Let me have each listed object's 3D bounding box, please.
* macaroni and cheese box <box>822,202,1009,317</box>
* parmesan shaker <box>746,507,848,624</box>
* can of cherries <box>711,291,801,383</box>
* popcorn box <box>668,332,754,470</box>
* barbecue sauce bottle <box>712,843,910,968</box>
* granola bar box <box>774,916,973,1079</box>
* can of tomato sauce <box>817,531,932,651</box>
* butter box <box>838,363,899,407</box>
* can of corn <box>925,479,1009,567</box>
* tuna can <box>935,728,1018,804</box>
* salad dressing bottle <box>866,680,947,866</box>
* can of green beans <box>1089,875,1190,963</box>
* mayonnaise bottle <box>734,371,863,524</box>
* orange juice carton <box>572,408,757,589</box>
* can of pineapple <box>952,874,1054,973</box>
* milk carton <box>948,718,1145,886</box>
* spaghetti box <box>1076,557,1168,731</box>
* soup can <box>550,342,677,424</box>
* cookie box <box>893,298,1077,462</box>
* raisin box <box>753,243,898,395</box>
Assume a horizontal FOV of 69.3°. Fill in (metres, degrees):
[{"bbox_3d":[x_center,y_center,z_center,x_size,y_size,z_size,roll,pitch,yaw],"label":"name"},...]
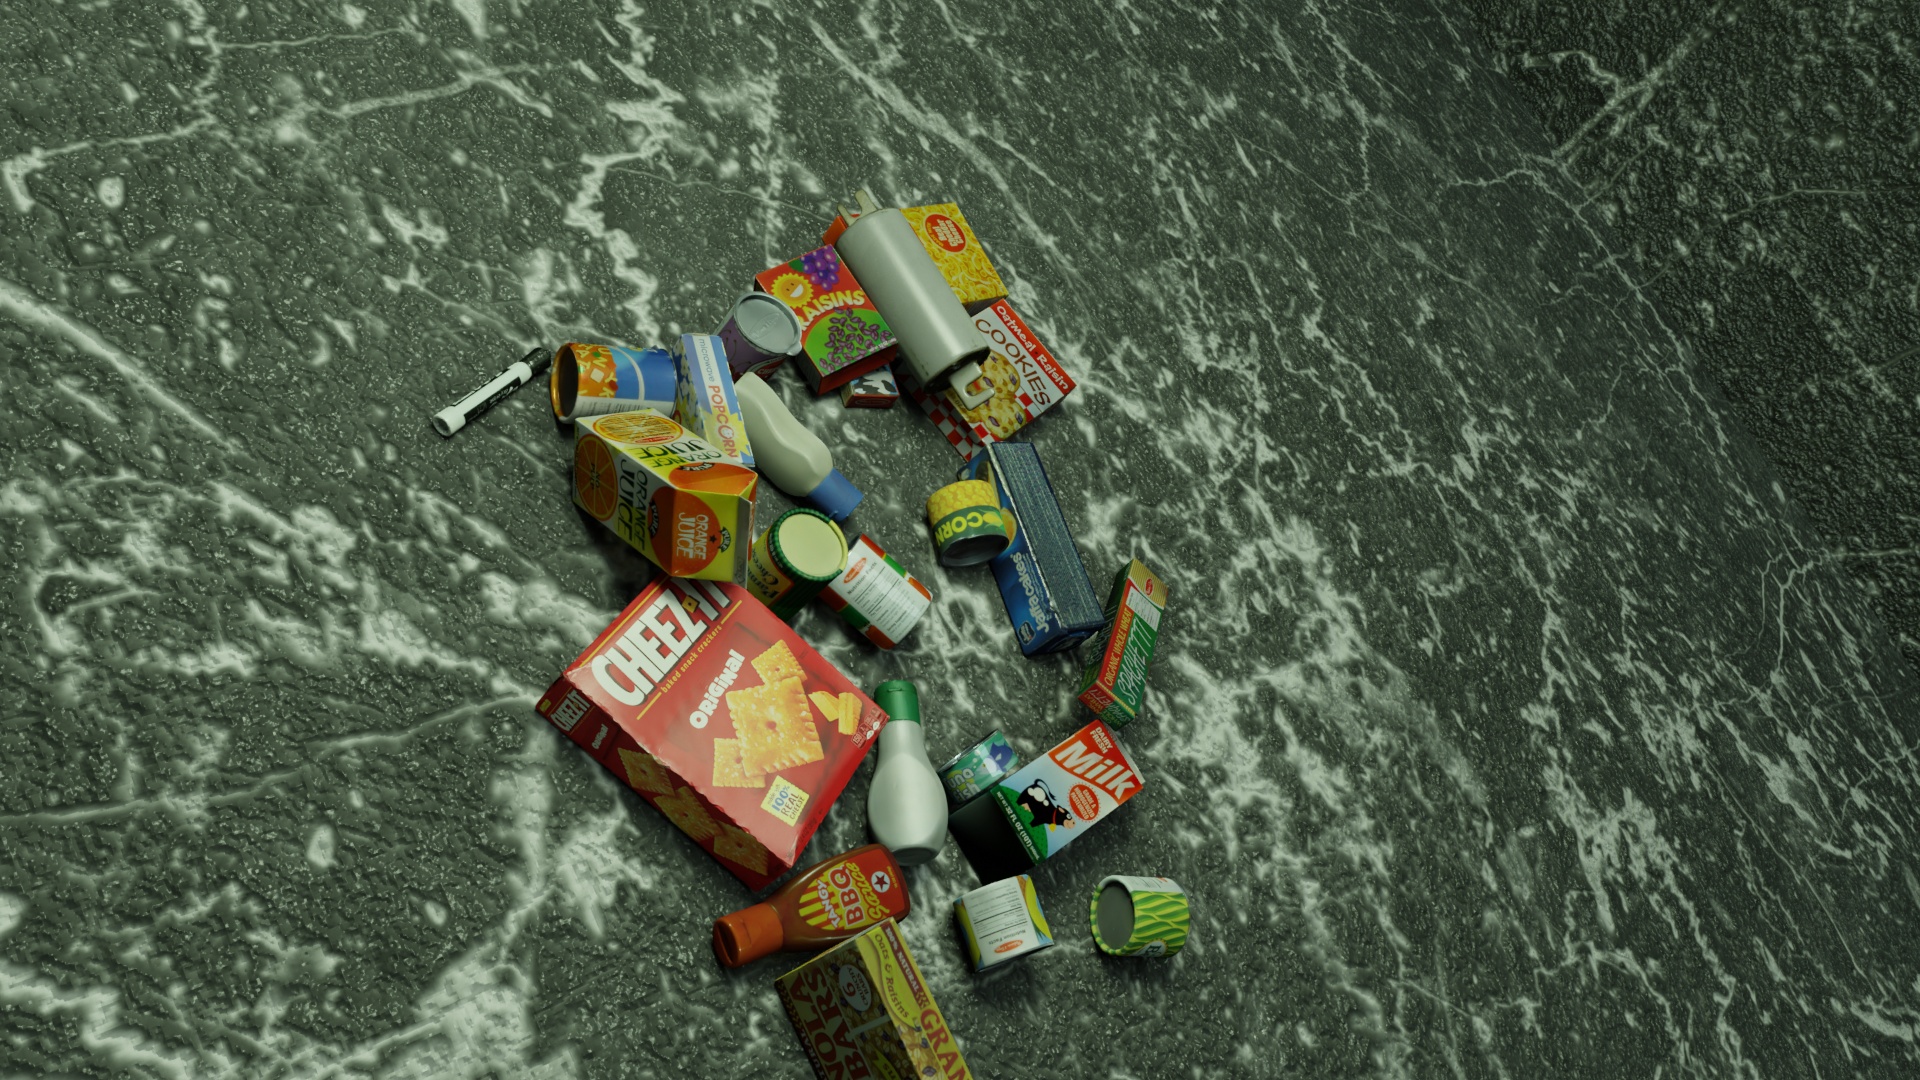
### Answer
[{"bbox_3d":[-0.044,-0.284,1.436,0.167,0.040,0.124,-19,74,-43],"label":"macaroni and cheese box"},{"bbox_3d":[-0.144,0.022,1.117,0.071,0.102,0.071,19,52,-27],"label":"parmesan shaker"},{"bbox_3d":[-0.184,-0.179,1.250,0.071,0.058,0.072,20,51,-27],"label":"can of cherries"},{"bbox_3d":[-0.217,-0.096,1.152,0.038,0.085,0.127,-1,64,-37],"label":"popcorn box"},{"bbox_3d":[-0.110,0.273,1.022,0.149,0.043,0.065,-10,69,-40],"label":"barbecue sauce bottle"},{"bbox_3d":[-0.053,0.357,0.953,0.039,0.123,0.166,-17,74,-42],"label":"granola bar box"},{"bbox_3d":[-0.075,0.044,1.183,0.083,0.071,0.071,41,46,-9],"label":"can of tomato sauce"},{"bbox_3d":[-0.099,-0.177,1.336,0.053,0.024,0.104,-2,64,-37],"label":"butter box"},{"bbox_3d":[0.005,-0.016,1.278,0.071,0.071,0.058,2,61,-36],"label":"can of corn"},{"bbox_3d":[0.012,0.189,1.151,0.071,0.070,0.033,-31,84,-44],"label":"tuna can"},{"bbox_3d":[-0.046,0.186,1.123,0.064,0.043,0.148,-6,56,-2],"label":"salad dressing bottle"},{"bbox_3d":[0.151,0.318,1.173,0.058,0.071,0.071,12,56,-31],"label":"can of green beans"},{"bbox_3d":[-0.150,-0.076,1.209,0.148,0.064,0.041,44,41,-11],"label":"mayonnaise bottle"},{"bbox_3d":[-0.215,-0.033,1.050,0.073,0.071,0.193,-14,32,-41],"label":"orange juice carton"},{"bbox_3d":[0.033,0.302,1.097,0.071,0.070,0.058,-4,65,-39],"label":"can of pineapple"},{"bbox_3d":[0.085,0.215,1.185,0.191,0.073,0.072,-23,77,-44],"label":"milk carton"},{"bbox_3d":[0.155,0.092,1.299,0.050,0.028,0.251,42,28,-6],"label":"spaghetti box"},{"bbox_3d":[-0.284,-0.129,1.136,0.084,0.071,0.071,0,63,-37],"label":"soup can"},{"bbox_3d":[0.028,-0.163,1.412,0.123,0.040,0.168,50,46,2],"label":"cookie box"},{"bbox_3d":[-0.127,-0.207,1.299,0.086,0.040,0.123,-29,75,-21],"label":"raisin box"}]
